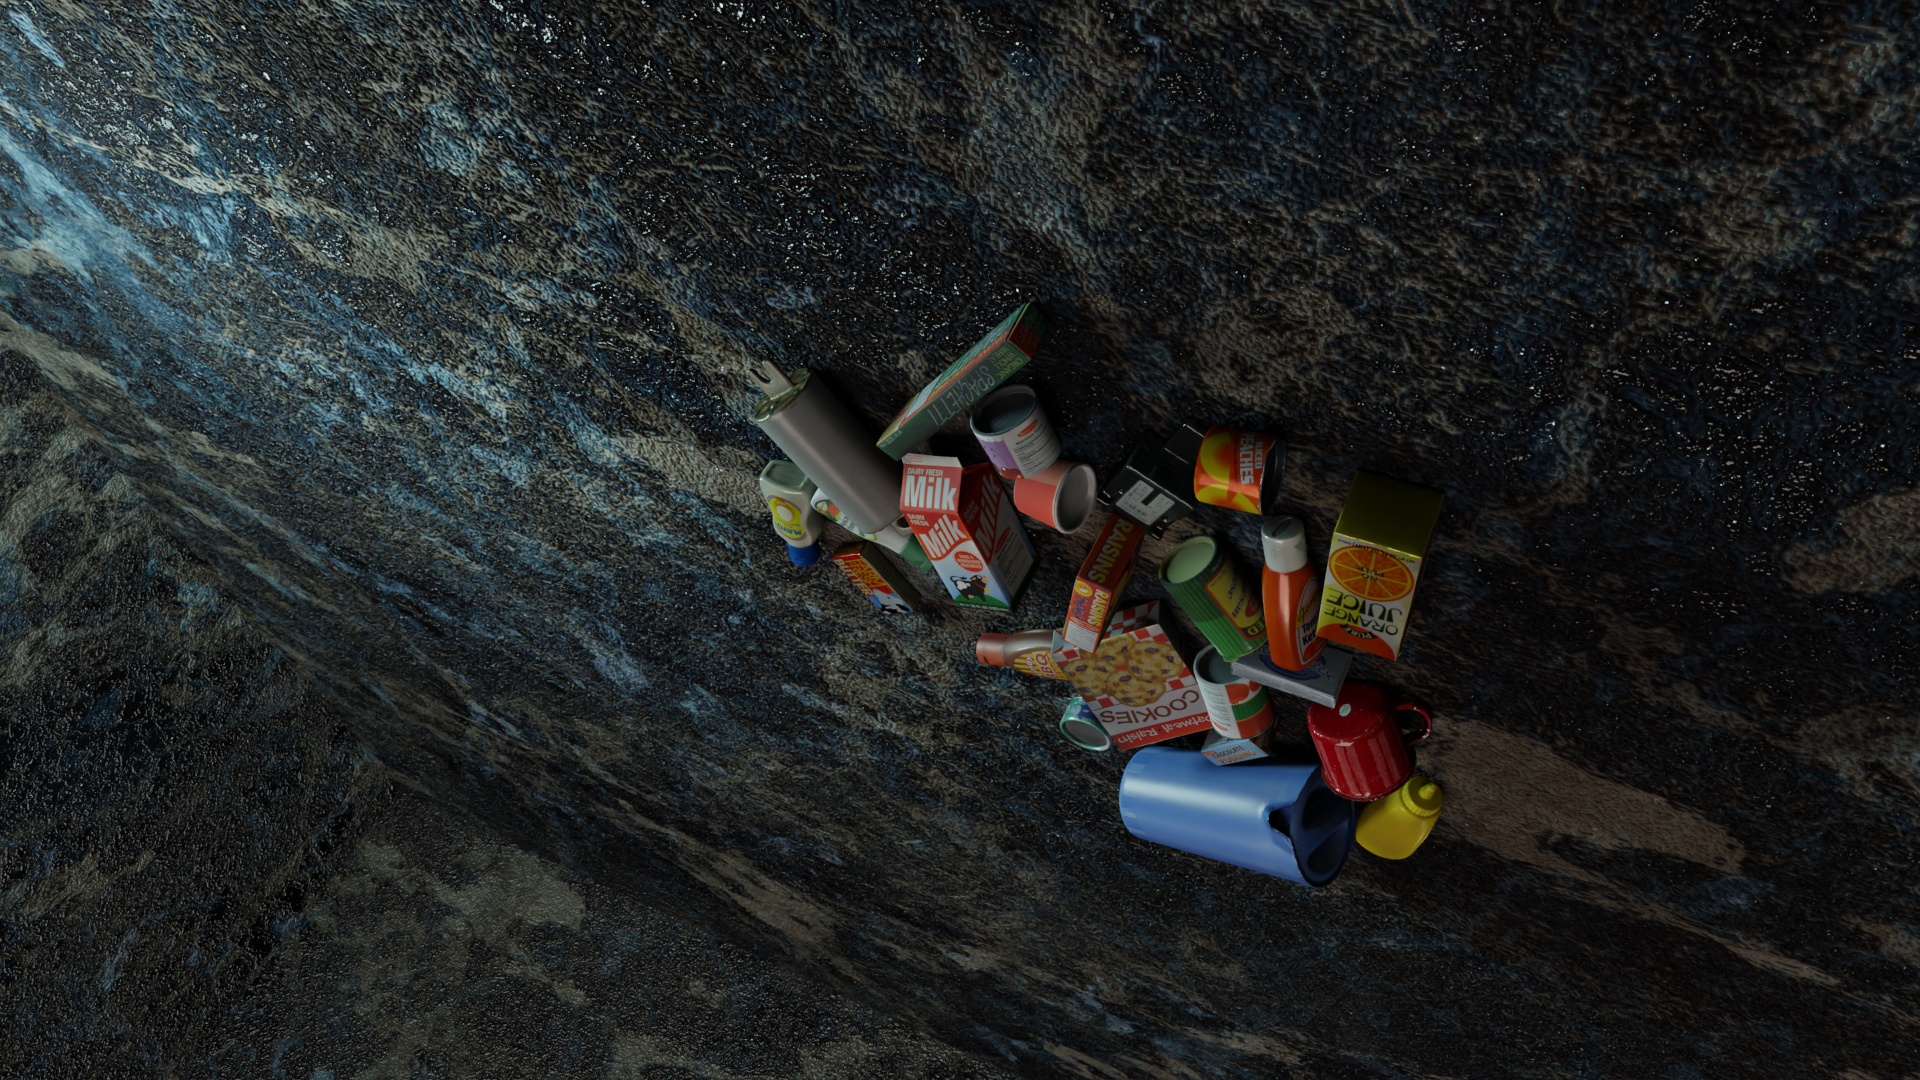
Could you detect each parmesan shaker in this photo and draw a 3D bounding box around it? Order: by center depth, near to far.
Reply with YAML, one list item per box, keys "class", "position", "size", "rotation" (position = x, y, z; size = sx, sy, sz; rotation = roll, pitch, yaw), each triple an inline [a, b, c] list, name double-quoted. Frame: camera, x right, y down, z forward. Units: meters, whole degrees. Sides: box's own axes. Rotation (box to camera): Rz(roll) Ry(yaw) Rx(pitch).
- class: "parmesan shaker"
  position: [0.238, 0.053, 1.289]
  size: [0.071, 0.071, 0.103]
  rotation: [-11, 130, 48]

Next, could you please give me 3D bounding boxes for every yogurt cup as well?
- class: "yogurt cup"
  position: [0.086, -0.045, 1.285]
  size: [0.054, 0.073, 0.072]
  rotation: [18, 148, 34]

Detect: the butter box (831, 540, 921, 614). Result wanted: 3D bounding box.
- class: "butter box"
  position: [-0.097, 0.043, 1.602]
  size: [0.053, 0.024, 0.103]
  rotation: [-9, 132, 46]

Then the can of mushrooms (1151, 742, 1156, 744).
- class: "can of mushrooms"
  position: [0.198, 0.196, 1.564]
  size: [0.071, 0.033, 0.070]
  rotation: [21, 148, 14]

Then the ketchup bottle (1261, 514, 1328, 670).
- class: "ketchup bottle"
  position: [0.296, 0.044, 1.242]
  size: [0.043, 0.065, 0.148]
  rotation: [18, 140, 39]

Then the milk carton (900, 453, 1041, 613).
- class: "milk carton"
  position: [0.005, -0.017, 1.382]
  size: [0.072, 0.074, 0.189]
  rotation: [6, 141, 35]

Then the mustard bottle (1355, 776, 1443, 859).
- class: "mustard bottle"
  position: [0.466, 0.282, 1.447]
  size: [0.065, 0.049, 0.159]
  rotation: [26, 148, 7]

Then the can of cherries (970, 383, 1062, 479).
- class: "can of cherries"
  position: [0.049, -0.098, 1.241]
  size: [0.071, 0.072, 0.058]
  rotation: [2, 140, 38]

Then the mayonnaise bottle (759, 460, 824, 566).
- class: "mayonnaise bottle"
  position: [-0.183, -0.027, 1.558]
  size: [0.065, 0.041, 0.147]
  rotation: [18, 146, 16]

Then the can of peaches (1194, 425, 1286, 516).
- class: "can of peaches"
  position: [0.229, -0.059, 1.140]
  size: [0.058, 0.071, 0.071]
  rotation: [14, 145, 26]

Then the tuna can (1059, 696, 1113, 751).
- class: "tuna can"
  position: [0.150, 0.215, 1.631]
  size: [0.071, 0.033, 0.070]
  rotation: [21, 148, 14]

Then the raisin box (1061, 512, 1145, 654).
- class: "raisin box"
  position: [0.138, 0.043, 1.344]
  size: [0.040, 0.086, 0.122]
  rotation: [25, 148, 12]

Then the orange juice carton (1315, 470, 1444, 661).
- class: "orange juice carton"
  position: [0.348, 0.035, 1.168]
  size: [0.072, 0.073, 0.191]
  rotation: [18, 147, 20]

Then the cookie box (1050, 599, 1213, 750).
- class: "cookie box"
  position: [0.188, 0.143, 1.455]
  size: [0.122, 0.040, 0.167]
  rotation: [-19, 126, 26]

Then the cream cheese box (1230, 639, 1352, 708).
- class: "cream cheese box"
  position: [0.317, 0.118, 1.333]
  size: [0.104, 0.053, 0.024]
  rotation: [18, 148, 19]

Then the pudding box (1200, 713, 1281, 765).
- class: "pudding box"
  position: [0.298, 0.208, 1.481]
  size: [0.030, 0.050, 0.083]
  rotation: [38, 148, -15]

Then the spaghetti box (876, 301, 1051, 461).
- class: "spaghetti box"
  position: [-0.002, -0.137, 1.240]
  size: [0.028, 0.050, 0.249]
  rotation: [37, 148, -14]

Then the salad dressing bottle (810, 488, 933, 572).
- class: "salad dressing bottle"
  position: [-0.087, -0.019, 1.485]
  size: [0.148, 0.044, 0.064]
  rotation: [32, 150, -2]

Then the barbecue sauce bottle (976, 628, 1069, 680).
- class: "barbecue sauce bottle"
  position: [0.086, 0.125, 1.547]
  size: [0.148, 0.044, 0.064]
  rotation: [2, 136, 39]

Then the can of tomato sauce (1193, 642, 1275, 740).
- class: "can of tomato sauce"
  position: [0.276, 0.147, 1.395]
  size: [0.071, 0.071, 0.082]
  rotation: [7, 138, 34]
